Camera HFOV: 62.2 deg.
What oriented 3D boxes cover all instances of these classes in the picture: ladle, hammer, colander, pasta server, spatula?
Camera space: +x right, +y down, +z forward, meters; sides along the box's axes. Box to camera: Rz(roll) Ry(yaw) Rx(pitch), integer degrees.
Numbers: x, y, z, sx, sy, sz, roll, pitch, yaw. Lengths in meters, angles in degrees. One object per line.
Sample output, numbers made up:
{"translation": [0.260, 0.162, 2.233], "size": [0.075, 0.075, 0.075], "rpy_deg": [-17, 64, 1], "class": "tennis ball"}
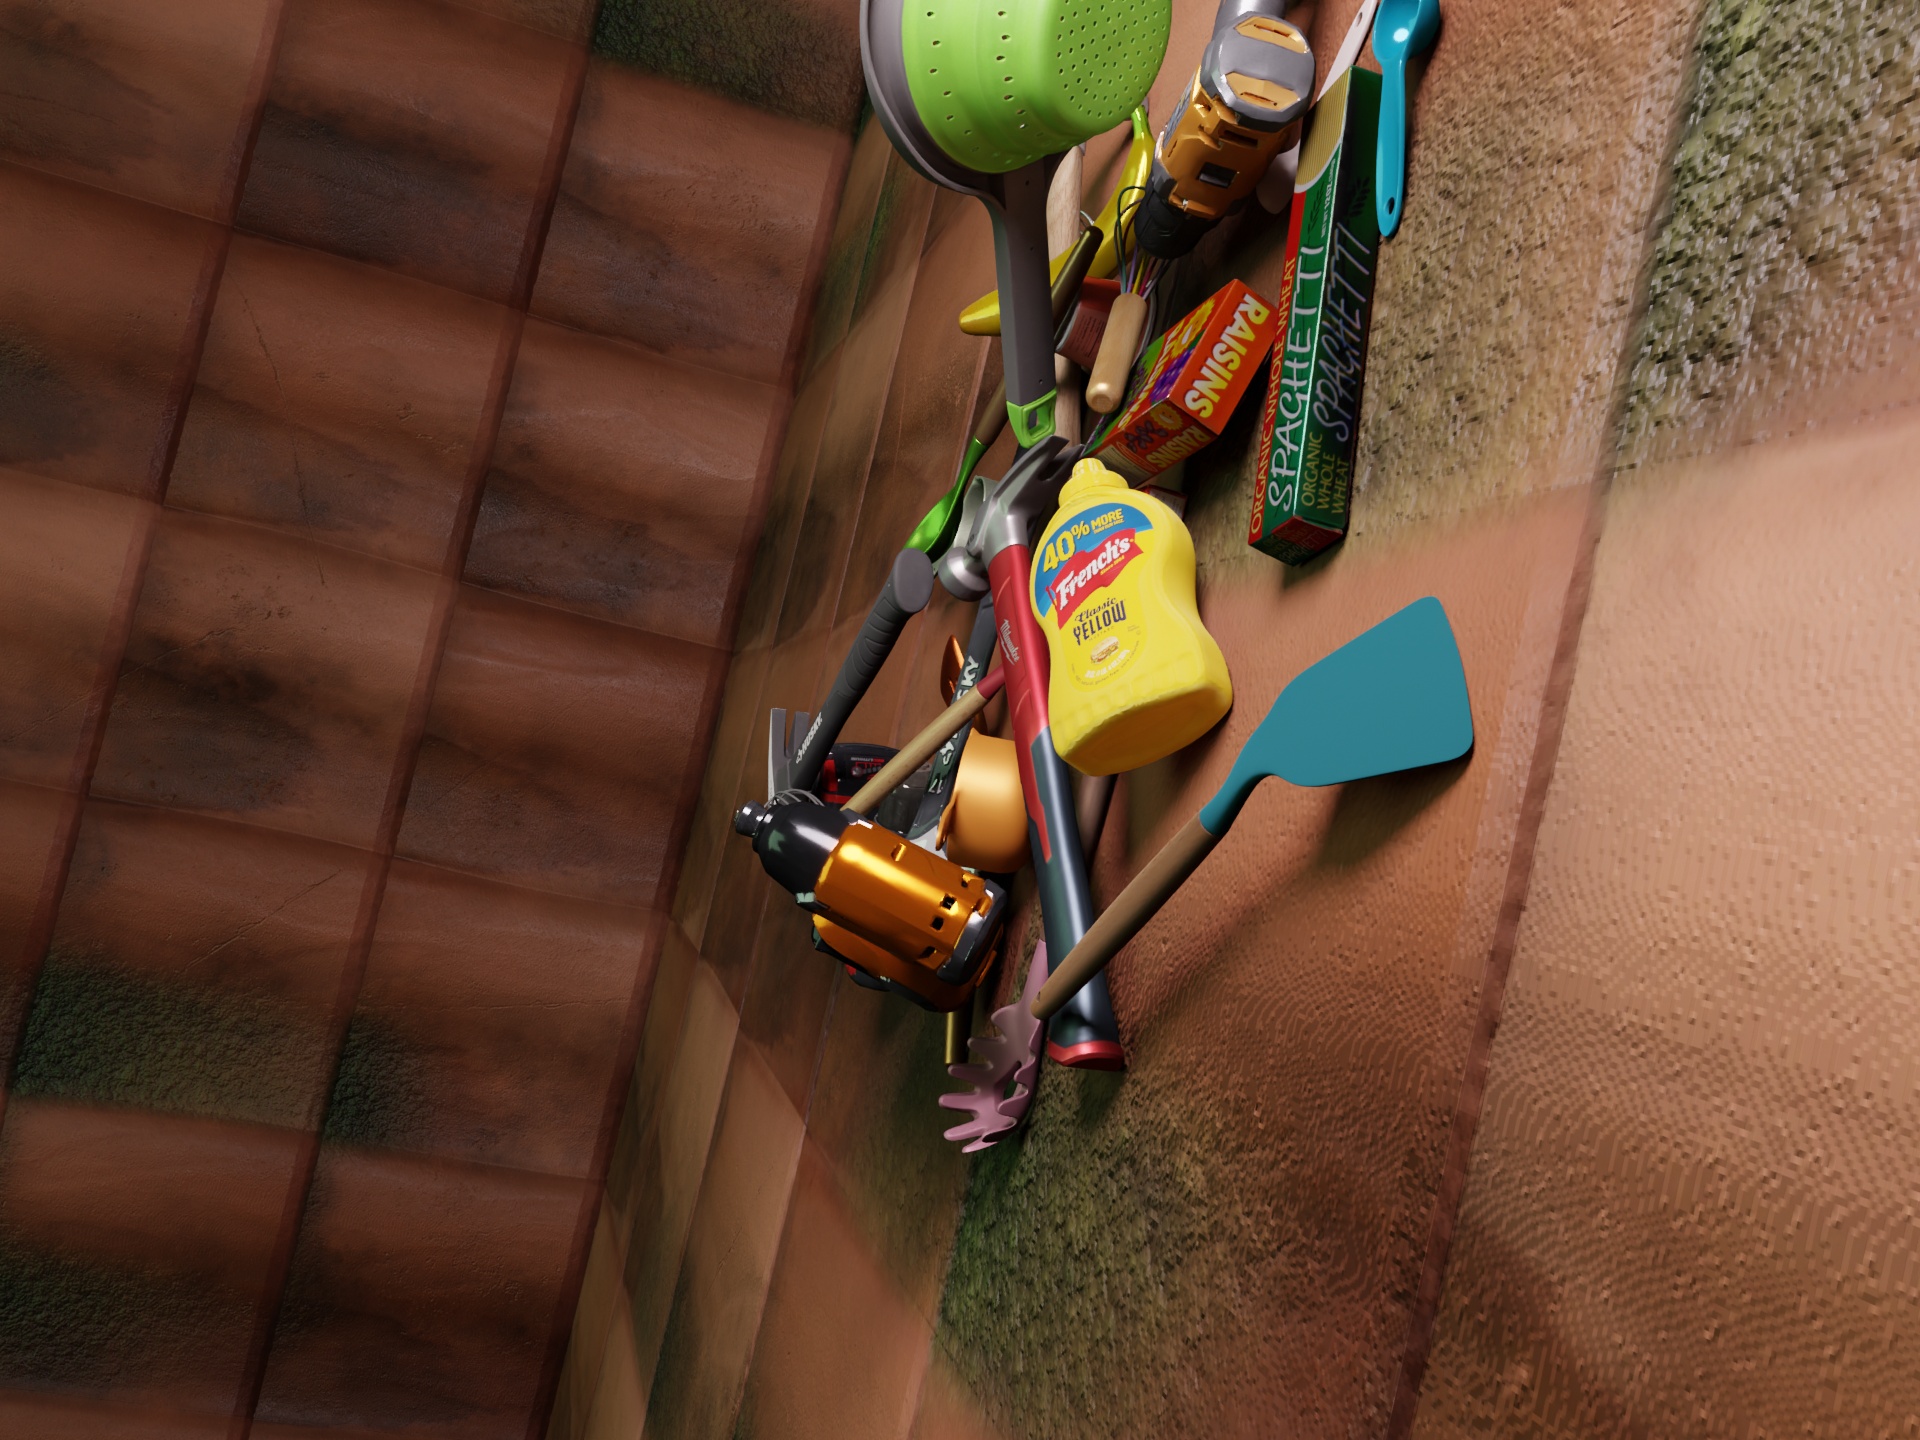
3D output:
{"translation": [-0.002, -0.003, 1.087], "size": [0.315, 0.031, 0.069], "rpy_deg": [-43, 32, 28], "class": "ladle"}
{"translation": [0.020, -0.079, 1.158], "size": [0.149, 0.036, 0.409], "rpy_deg": [8, 78, 41], "class": "hammer"}
{"translation": [0.055, 0.013, 0.922], "size": [0.143, 0.038, 0.387], "rpy_deg": [-47, 40, 43], "class": "hammer"}
{"translation": [0.058, -0.326, 0.932], "size": [0.095, 0.204, 0.396], "rpy_deg": [31, 143, 36], "class": "colander"}
{"translation": [0.055, 0.104, 0.943], "size": [0.060, 0.040, 0.316], "rpy_deg": [22, 97, 58], "class": "pasta server"}
{"translation": [-0.003, 0.093, 1.159], "size": [0.081, 0.041, 0.323], "rpy_deg": [106, 170, -62], "class": "spatula"}
{"translation": [0.072, -0.321, 1.171], "size": [0.031, 0.130, 0.331], "rpy_deg": [35, -127, -59], "class": "hammer"}
{"translation": [-0.093, -0.022, 1.259], "size": [0.334, 0.035, 0.146], "rpy_deg": [124, 147, -49], "class": "hammer"}
{"translation": [0.112, 0.064, 0.723], "size": [0.317, 0.044, 0.082], "rpy_deg": [124, 155, -46], "class": "spatula"}

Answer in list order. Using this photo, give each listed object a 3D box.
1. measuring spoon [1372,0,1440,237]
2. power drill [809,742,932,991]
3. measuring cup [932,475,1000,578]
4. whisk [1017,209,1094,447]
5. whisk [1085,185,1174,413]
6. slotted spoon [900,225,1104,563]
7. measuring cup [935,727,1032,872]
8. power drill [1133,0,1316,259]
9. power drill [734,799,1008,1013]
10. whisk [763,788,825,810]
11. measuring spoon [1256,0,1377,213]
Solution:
{"translation": [0.216, -0.295, 0.767], "size": [0.042, 0.021, 0.128], "rpy_deg": [174, 100, -73], "class": "measuring spoon"}
{"translation": [-0.067, 0.090, 1.299], "size": [0.227, 0.080, 0.187], "rpy_deg": [-122, 39, -65], "class": "power drill"}
{"translation": [0.010, -0.146, 1.336], "size": [0.167, 0.038, 0.083], "rpy_deg": [137, 144, -67], "class": "measuring cup"}
{"translation": [0.067, -0.281, 1.233], "size": [0.059, 0.058, 0.246], "rpy_deg": [17, -99, -70], "class": "whisk"}
{"translation": [0.108, -0.270, 0.983], "size": [0.047, 0.051, 0.245], "rpy_deg": [-38, 24, 43], "class": "whisk"}
{"translation": [0.027, -0.219, 1.135], "size": [0.070, 0.031, 0.313], "rpy_deg": [-76, 13, -46], "class": "slotted spoon"}
{"translation": [0.019, 0.061, 0.989], "size": [0.173, 0.052, 0.095], "rpy_deg": [-46, -36, -79], "class": "measuring cup"}
{"translation": [0.155, -0.387, 0.904], "size": [0.185, 0.084, 0.226], "rpy_deg": [130, 153, -75], "class": "power drill"}
{"translation": [-0.052, 0.110, 0.982], "size": [0.084, 0.164, 0.226], "rpy_deg": [-61, -9, -12], "class": "power drill"}
{"translation": [-0.083, 0.113, 1.182], "size": [0.239, 0.055, 0.055], "rpy_deg": [33, 111, 46], "class": "whisk"}
{"translation": [0.192, -0.339, 0.873], "size": [0.034, 0.018, 0.124], "rpy_deg": [-95, 23, -51], "class": "measuring spoon"}
